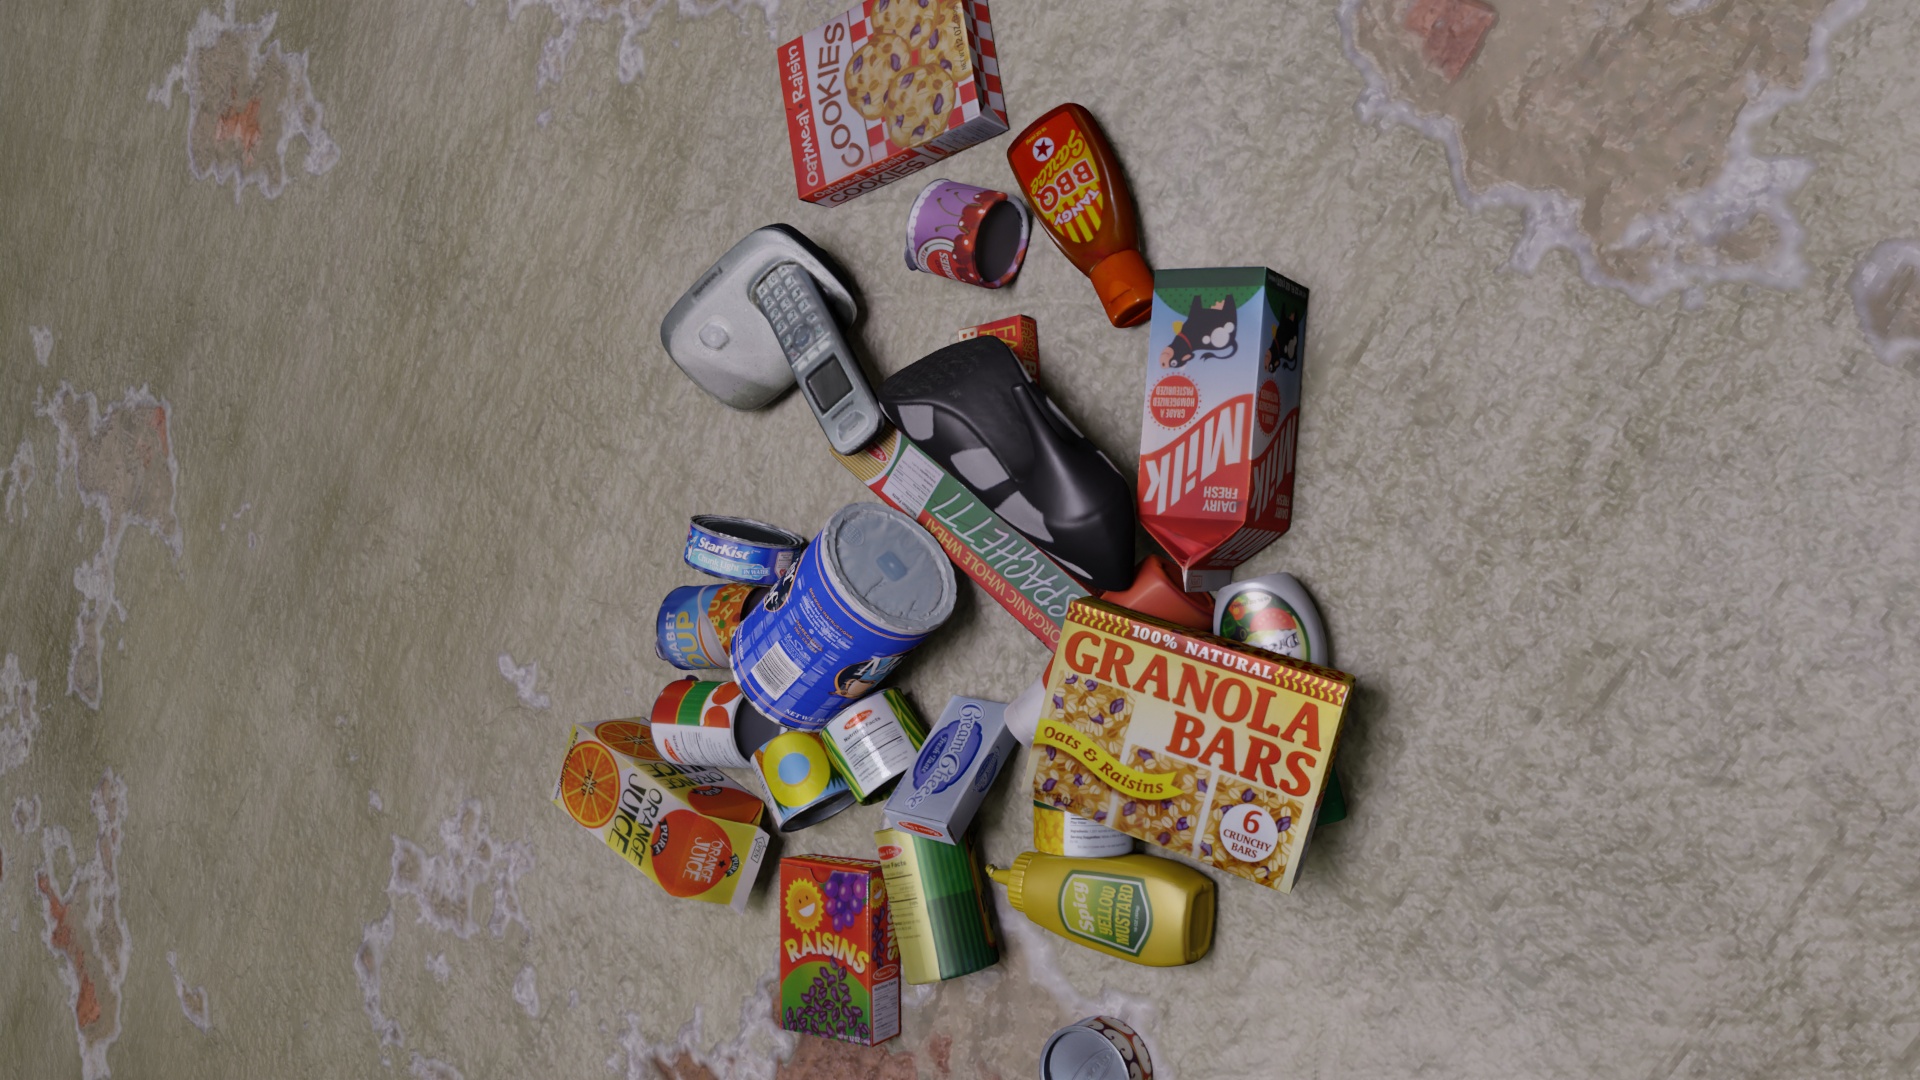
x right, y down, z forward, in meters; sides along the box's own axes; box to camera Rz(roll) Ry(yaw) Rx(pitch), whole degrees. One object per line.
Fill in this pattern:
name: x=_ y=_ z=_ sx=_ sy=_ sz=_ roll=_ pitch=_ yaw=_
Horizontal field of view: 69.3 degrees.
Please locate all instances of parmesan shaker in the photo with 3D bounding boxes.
parmesan shaker: x=-0.017 y=0.242 z=0.945 sx=0.071 sy=0.071 sz=0.103 roll=-20 pitch=78 yaw=32

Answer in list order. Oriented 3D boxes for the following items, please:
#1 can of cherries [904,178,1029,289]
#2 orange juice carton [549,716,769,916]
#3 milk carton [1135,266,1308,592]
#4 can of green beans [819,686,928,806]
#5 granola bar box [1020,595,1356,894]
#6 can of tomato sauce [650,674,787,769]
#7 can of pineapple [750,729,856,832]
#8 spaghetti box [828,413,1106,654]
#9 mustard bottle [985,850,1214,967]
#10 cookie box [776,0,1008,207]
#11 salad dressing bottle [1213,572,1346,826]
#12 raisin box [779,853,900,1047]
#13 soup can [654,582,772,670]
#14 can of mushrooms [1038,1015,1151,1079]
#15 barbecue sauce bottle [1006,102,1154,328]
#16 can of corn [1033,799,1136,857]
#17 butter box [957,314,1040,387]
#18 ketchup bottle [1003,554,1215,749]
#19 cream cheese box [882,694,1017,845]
can of cherries: x=0.004 y=-0.207 z=0.949 sx=0.058 sy=0.071 sz=0.071 roll=21 pitch=100 yaw=32
orange juice carton: x=-0.224 y=0.213 z=1.080 sx=0.193 sy=0.073 sz=0.071 roll=27 pitch=103 yaw=31
milk carton: x=0.157 y=-0.064 z=0.837 sx=0.073 sy=0.072 sz=0.190 roll=5 pitch=91 yaw=34
can of green beans: x=-0.056 y=0.145 z=0.973 sx=0.071 sy=0.071 sz=0.058 roll=-41 pitch=70 yaw=26
granola bar box: x=0.130 y=0.114 z=0.803 sx=0.165 sy=0.039 sz=0.124 roll=17 pitch=97 yaw=23
can of tomato sauce: x=-0.183 y=0.138 z=1.061 sx=0.083 sy=0.071 sz=0.071 roll=-3 pitch=86 yaw=33
can of pineapple: x=-0.110 y=0.171 z=1.011 sx=0.070 sy=0.071 sz=0.058 roll=-38 pitch=68 yaw=27
spaghetti box: x=0.003 y=-0.012 z=0.964 sx=0.250 sy=0.029 sz=0.050 roll=41 pitch=110 yaw=28
mustard bottle: x=0.081 y=0.228 z=0.888 sx=0.160 sy=0.049 sz=0.065 roll=3 pitch=88 yaw=34
cookie box: x=-0.054 y=-0.330 z=1.010 sx=0.167 sy=0.040 sz=0.123 roll=-14 pitch=80 yaw=33
salad dressing bottle: x=0.192 y=0.095 z=0.822 sx=0.064 sy=0.044 sz=0.148 roll=-17 pitch=80 yaw=25
raisin box: x=-0.088 y=0.294 z=1.005 sx=0.086 sy=0.040 sz=0.123 roll=-3 pitch=86 yaw=35
soup can: x=-0.180 y=0.067 z=1.058 sx=0.083 sy=0.071 sz=0.071 roll=-5 pitch=85 yaw=34
can of mushrooms: x=0.088 y=0.342 z=0.888 sx=0.071 sy=0.033 sz=0.071 roll=-2 pitch=86 yaw=34
barbecue sauce bottle: x=0.086 y=-0.210 z=0.909 sx=0.064 sy=0.044 sz=0.149 roll=-33 pitch=71 yaw=28
can of corn: x=0.078 y=0.166 z=0.885 sx=0.071 sy=0.071 sz=0.058 roll=-1 pitch=88 yaw=34
butter box: x=0.028 y=-0.100 z=0.954 sx=0.053 sy=0.024 sz=0.103 roll=-7 pitch=84 yaw=35
ketchup bottle: x=0.090 y=0.076 z=0.876 sx=0.148 sy=0.064 sz=0.044 roll=-44 pitch=33 yaw=21
cream cheese box: x=-0.003 y=0.150 z=0.925 sx=0.053 sy=0.024 sz=0.104 roll=5 pitch=46 yaw=35
